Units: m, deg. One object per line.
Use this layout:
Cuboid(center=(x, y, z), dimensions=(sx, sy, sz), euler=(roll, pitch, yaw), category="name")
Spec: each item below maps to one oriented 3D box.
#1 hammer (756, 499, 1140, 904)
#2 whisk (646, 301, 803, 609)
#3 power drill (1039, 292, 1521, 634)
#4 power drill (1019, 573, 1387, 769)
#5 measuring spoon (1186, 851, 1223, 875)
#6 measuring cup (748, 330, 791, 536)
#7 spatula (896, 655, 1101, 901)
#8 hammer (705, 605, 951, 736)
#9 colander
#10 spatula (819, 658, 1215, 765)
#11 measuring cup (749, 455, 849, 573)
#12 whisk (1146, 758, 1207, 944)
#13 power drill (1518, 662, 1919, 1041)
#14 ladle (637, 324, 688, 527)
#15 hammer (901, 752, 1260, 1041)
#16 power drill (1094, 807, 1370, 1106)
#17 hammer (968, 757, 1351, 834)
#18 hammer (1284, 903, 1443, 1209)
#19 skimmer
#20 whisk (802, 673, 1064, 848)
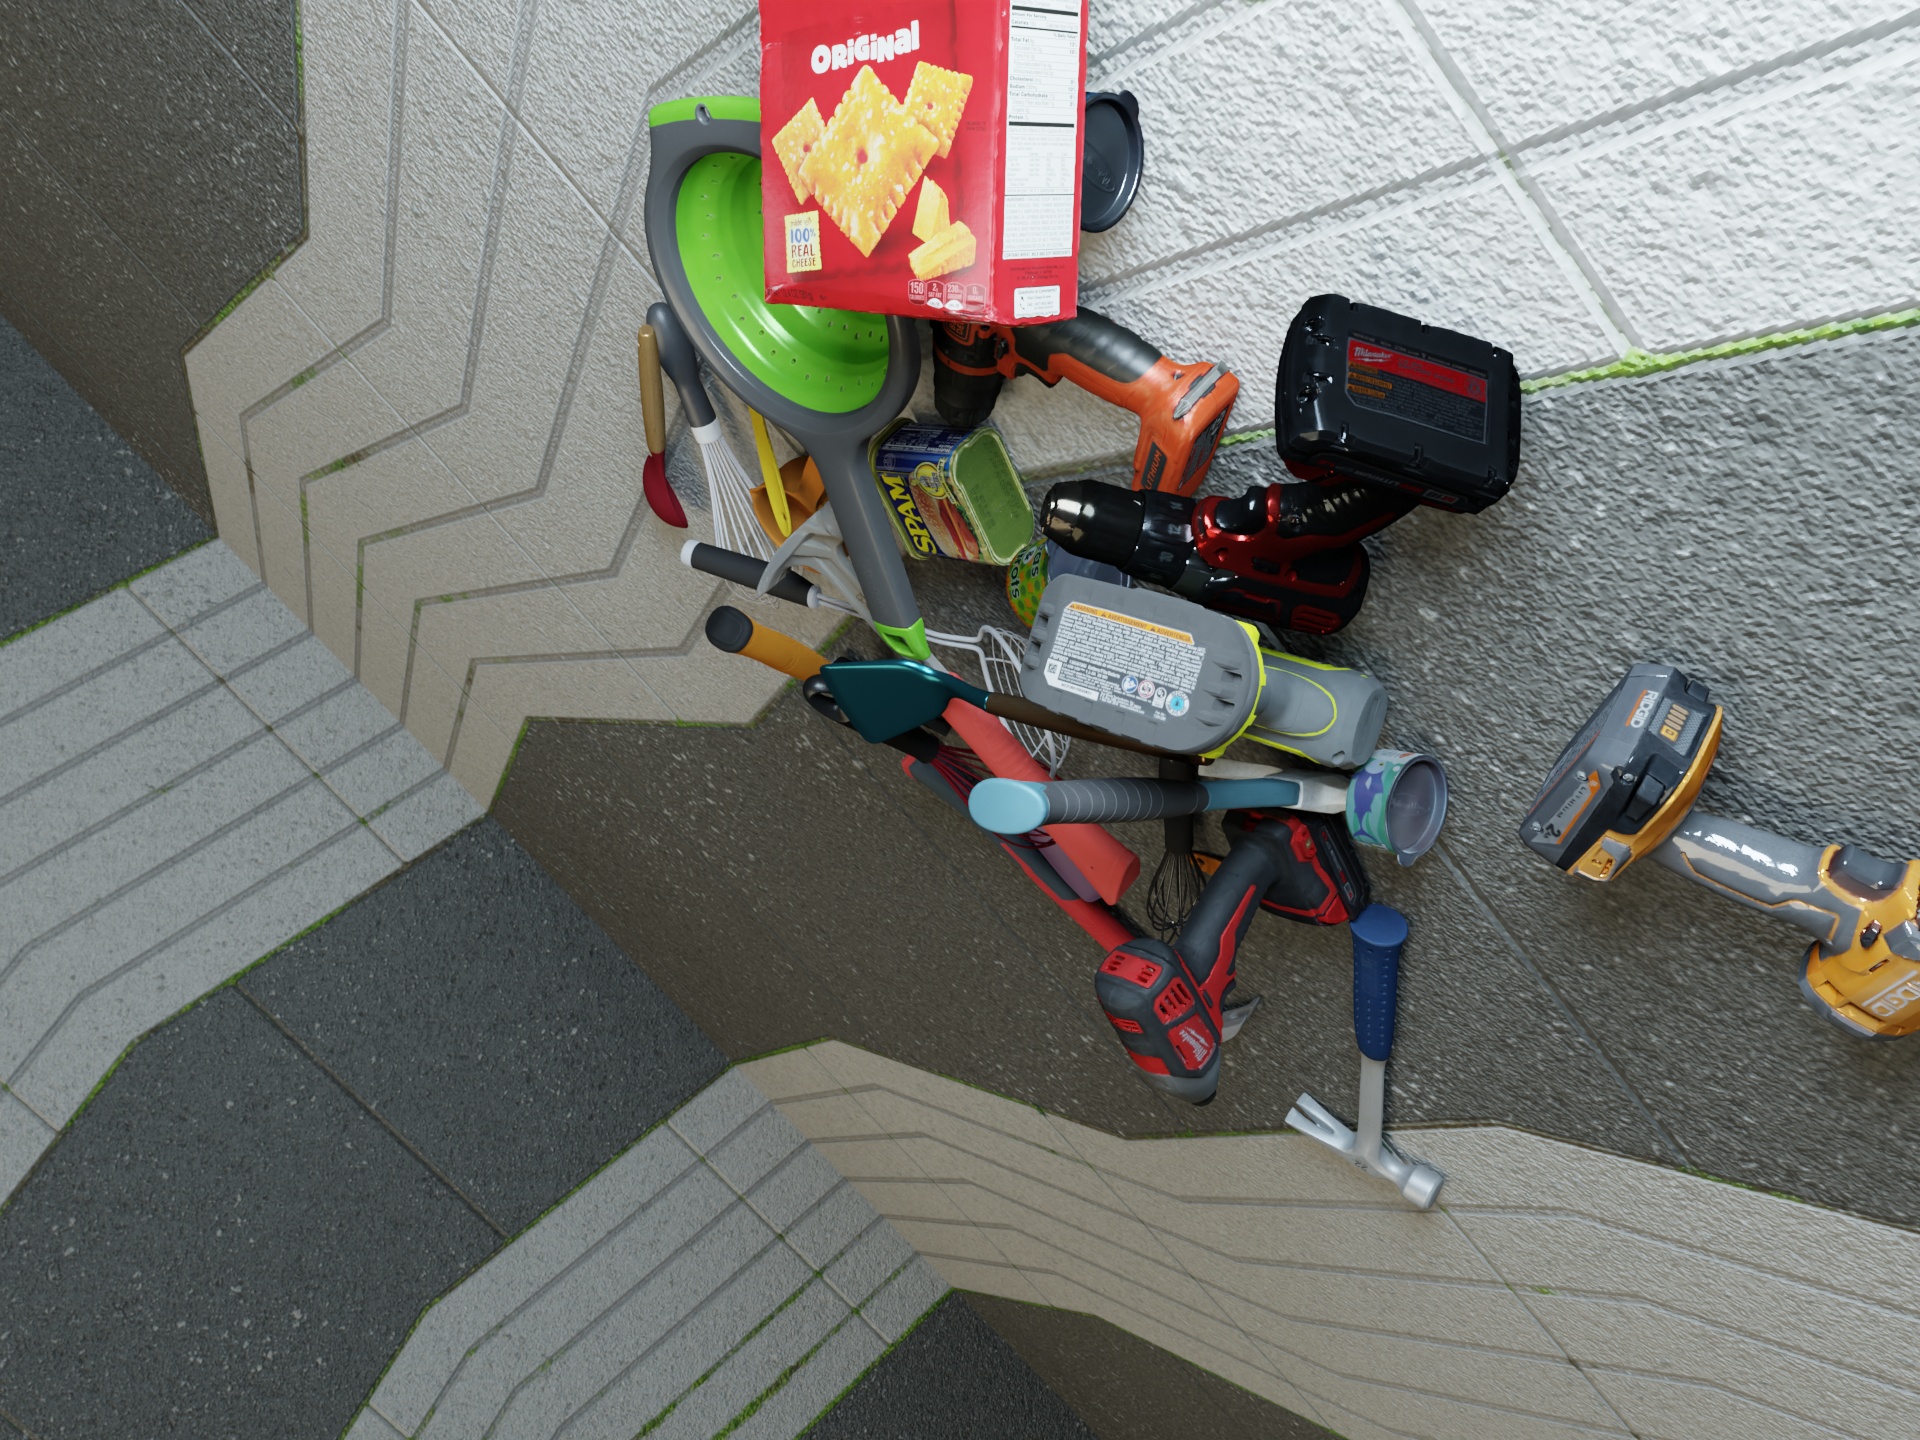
Cuboid(center=(-0.002, -0.004, 1.175), dimensions=(0.359, 0.037, 0.149), euler=(48, 145, -4), category="hammer")
Cuboid(center=(-0.194, -0.208, 1.290), dimensions=(0.070, 0.070, 0.284), euler=(20, 142, 40), category="whisk")
Cuboid(center=(0.157, -0.121, 0.821), dimensions=(0.188, 0.080, 0.226), euler=(14, 158, -11), category="power drill")
Cuboid(center=(0.132, -0.028, 0.951), dimensions=(0.191, 0.080, 0.228), euler=(19, -174, 31), category="power drill")
Cuboid(center=(0.224, 0.120, 1.257), dimensions=(0.117, 0.011, 0.021), euler=(16, 139, 49), category="measuring spoon")
Cuboid(center=(-0.134, -0.213, 1.163), dimensions=(0.062, 0.029, 0.156), euler=(13, 120, 54), category="measuring cup")
Cuboid(center=(0.031, 0.031, 1.372), dimensions=(0.059, 0.018, 0.316), euler=(-36, 100, 30), category="spatula")
Cuboid(center=(-0.110, -0.036, 1.283), dimensions=(0.127, 0.034, 0.336), euler=(33, -178, 19), category="hammer")
Cuboid(center=(-0.065, -0.217, 1.014), dimensions=(0.205, 0.094, 0.396), euler=(15, 138, 38), category="colander")
Cuboid(center=(0.035, 0.002, 1.060), dimensions=(0.318, 0.044, 0.082), euler=(14, 145, 44), category="spatula")
Cuboid(center=(-0.102, -0.179, 1.207), dimensions=(0.095, 0.052, 0.173), euler=(41, 153, 2), category="measuring cup")
Cuboid(center=(0.169, 0.097, 1.247), dimensions=(0.055, 0.055, 0.238), euler=(26, 144, 31), category="whisk")
Cuboid(center=(0.422, 0.062, 0.800), dimensions=(0.226, 0.084, 0.185), euler=(32, 152, 13), category="power drill")
Cuboid(center=(-0.246, -0.234, 1.292), dimensions=(0.069, 0.031, 0.315), euler=(63, 165, 12), category="ladle")
Cuboid(center=(0.102, 0.153, 1.448), dimensions=(0.386, 0.038, 0.143), euler=(43, 154, -2), category="hammer")
Cuboid(center=(0.190, 0.160, 1.116), dimensions=(0.079, 0.220, 0.143), euler=(12, 141, 47), category="power drill")
Cuboid(center=(0.134, 0.047, 0.975), dimensions=(0.128, 0.330, 0.033), euler=(8, 95, 44), category="hammer")
Cuboid(center=(0.333, 0.274, 1.307), dimensions=(0.144, 0.035, 0.405), euler=(26, 150, 31), category="hammer")
Cuboid(center=(-0.074, -0.057, 1.250), dimensions=(0.363, 0.090, 0.127), euler=(20, 150, 15), category="skimmer")
Cuboid(center=(-0.011, 0.031, 1.276), dimensions=(0.295, 0.073, 0.073), euler=(30, 165, -35), category="whisk")
